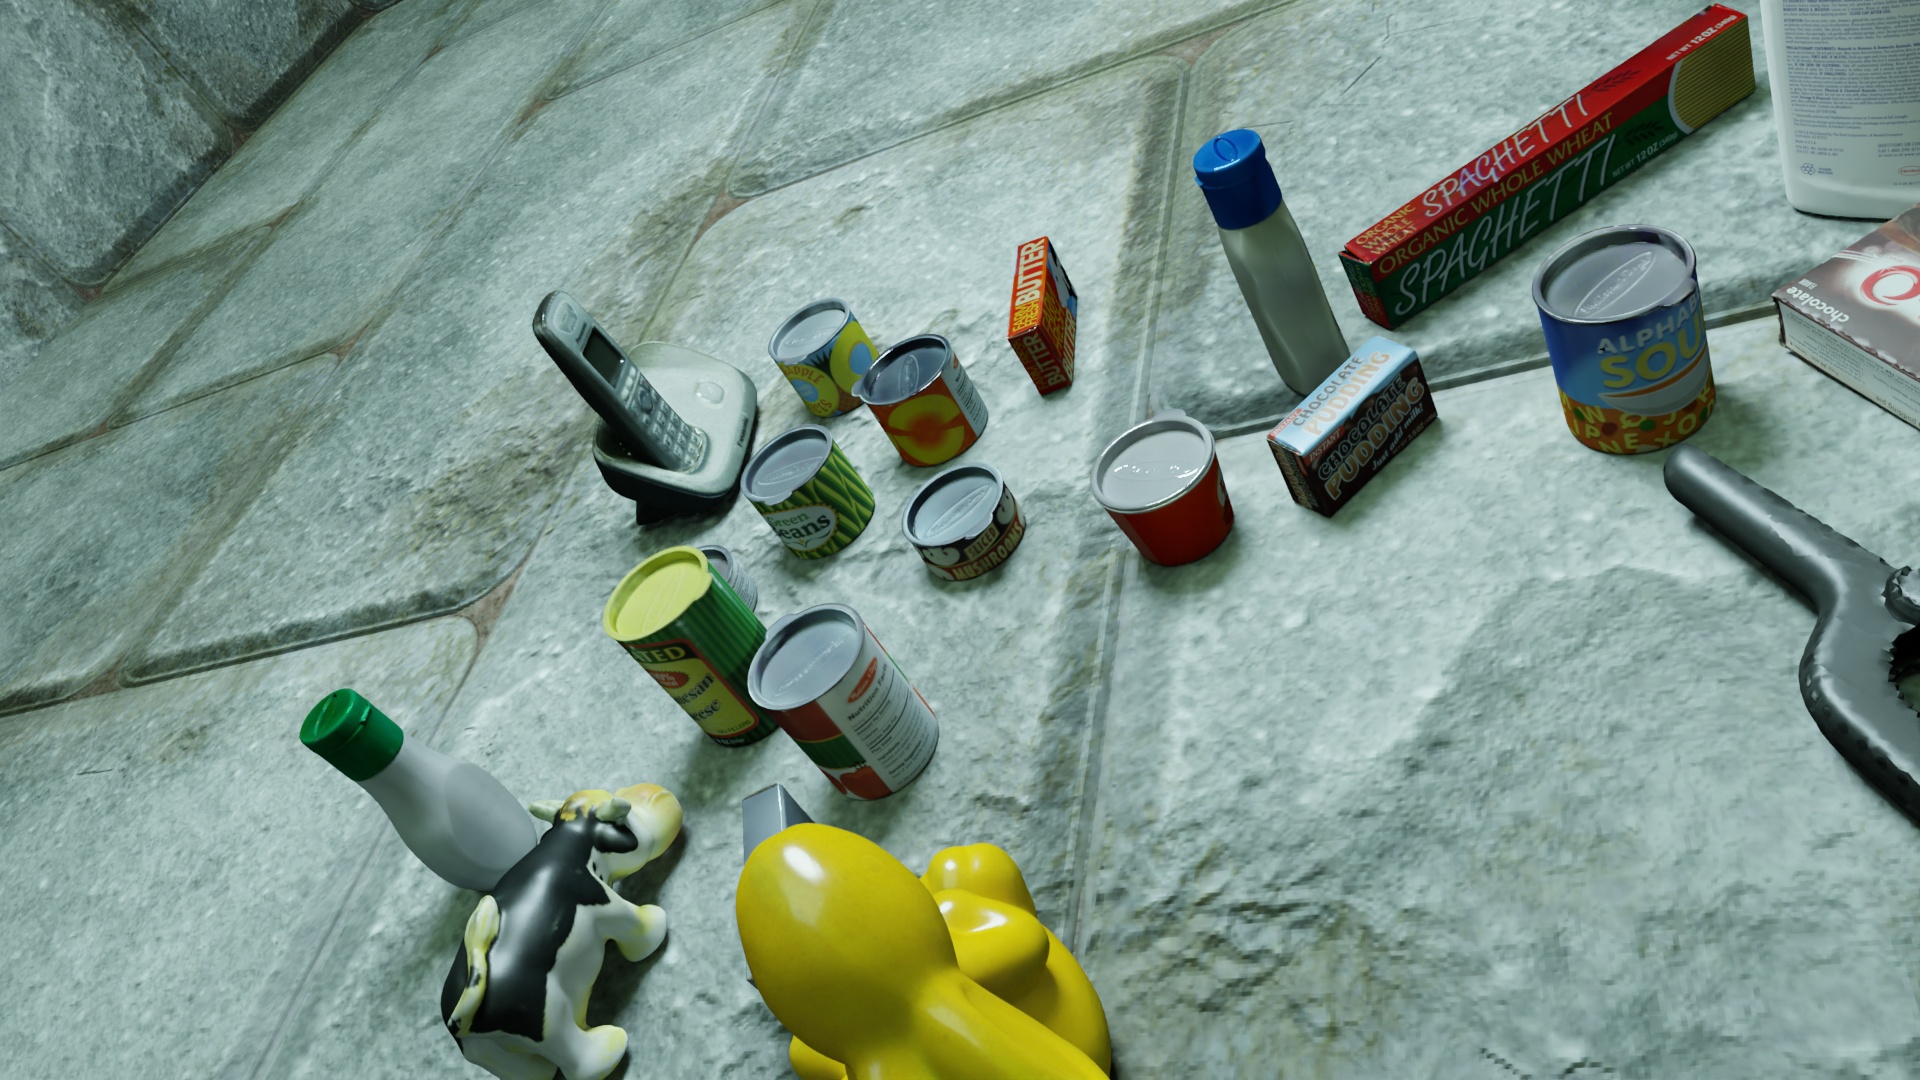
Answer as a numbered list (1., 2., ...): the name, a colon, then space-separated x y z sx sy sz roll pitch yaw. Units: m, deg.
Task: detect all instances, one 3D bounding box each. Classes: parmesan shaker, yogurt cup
1. parmesan shaker: -0.140 0.061 0.777 0.071 0.102 0.072 -20 39 18
2. yogurt cup: 0.109 -0.024 0.728 0.072 0.053 0.073 -20 39 17

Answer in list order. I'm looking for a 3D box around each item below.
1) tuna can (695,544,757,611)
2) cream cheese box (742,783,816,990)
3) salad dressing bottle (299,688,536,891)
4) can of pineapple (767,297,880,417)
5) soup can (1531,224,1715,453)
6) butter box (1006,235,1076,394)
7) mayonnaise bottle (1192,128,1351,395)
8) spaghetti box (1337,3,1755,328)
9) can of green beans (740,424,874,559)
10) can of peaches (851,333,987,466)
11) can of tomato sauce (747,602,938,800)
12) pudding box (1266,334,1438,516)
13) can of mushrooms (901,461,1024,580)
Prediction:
1. tuna can: -0.166 0.039 0.878 0.071 0.032 0.071 -20 39 17
2. cream cheese box: -0.079 0.170 0.653 0.024 0.053 0.104 -26 38 10
3. salad dressing bottle: -0.299 0.139 0.771 0.044 0.147 0.064 -21 39 17
4. can of pineapple: -0.095 -0.129 0.990 0.071 0.057 0.071 -20 39 17
5. soup can: 0.305 -0.089 0.632 0.071 0.083 0.072 -20 39 18
6. butter box: 0.054 -0.148 0.905 0.024 0.053 0.104 -16 41 22
7. mayonnaise bottle: 0.167 -0.149 0.746 0.041 0.147 0.065 -27 38 10
8. spaghetti box: 0.327 -0.207 0.773 0.250 0.050 0.029 -33 37 0
9. can of green beans: -0.096 -0.030 0.883 0.071 0.057 0.071 -20 39 17
10. can of peaches: -0.025 -0.089 0.895 0.071 0.058 0.071 -20 39 17
11. can of tomato sauce: -0.060 0.083 0.711 0.071 0.082 0.071 -20 39 18
12. pudding box: 0.199 -0.059 0.705 0.084 0.049 0.030 -42 38 -10
13. can of mushrooms: 0.003 -0.010 0.808 0.071 0.033 0.071 -20 39 17
